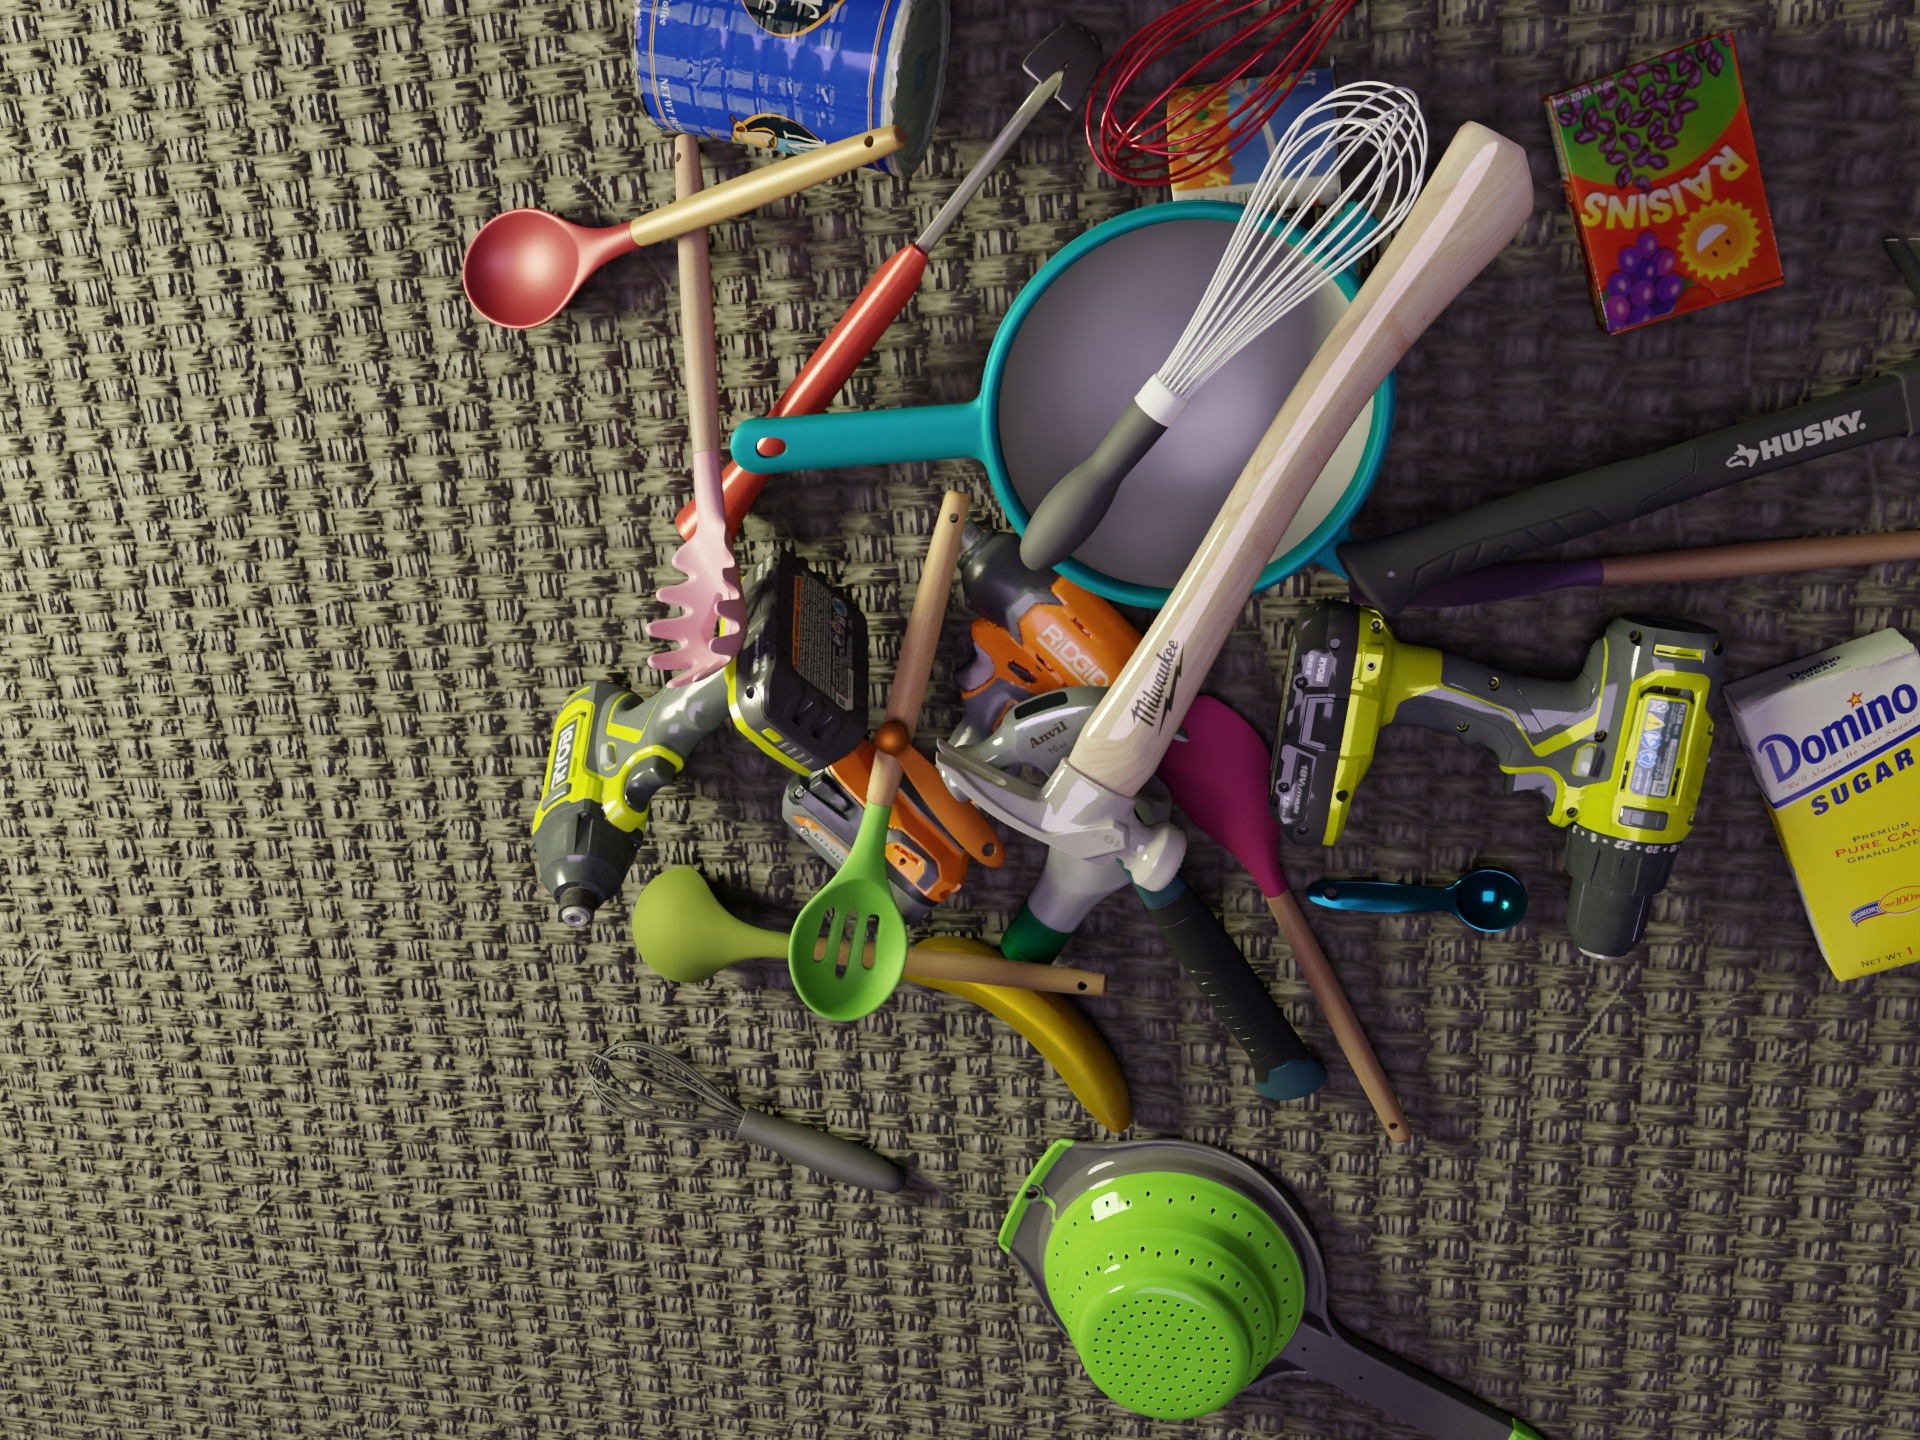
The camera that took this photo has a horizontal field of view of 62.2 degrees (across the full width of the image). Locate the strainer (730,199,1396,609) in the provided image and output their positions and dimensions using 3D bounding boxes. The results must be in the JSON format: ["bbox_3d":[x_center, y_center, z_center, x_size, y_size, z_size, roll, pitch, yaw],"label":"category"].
[{"bbox_3d":[0.052,-0.168,0.848,0.340,0.095,0.210,-4,116,3],"label":"strainer"}]

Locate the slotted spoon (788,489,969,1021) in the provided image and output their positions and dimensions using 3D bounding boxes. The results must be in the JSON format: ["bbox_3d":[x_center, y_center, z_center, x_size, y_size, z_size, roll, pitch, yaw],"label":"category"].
[{"bbox_3d":[-0.038,0.023,0.908,0.070,0.031,0.313,12,102,-11],"label":"slotted spoon"}]

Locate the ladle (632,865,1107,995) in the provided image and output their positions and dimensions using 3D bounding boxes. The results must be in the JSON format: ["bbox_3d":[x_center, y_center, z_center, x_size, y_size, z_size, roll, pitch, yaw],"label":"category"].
[{"bbox_3d":[-0.063,0.146,1.018,0.320,0.062,0.078,5,100,13],"label":"ladle"}]

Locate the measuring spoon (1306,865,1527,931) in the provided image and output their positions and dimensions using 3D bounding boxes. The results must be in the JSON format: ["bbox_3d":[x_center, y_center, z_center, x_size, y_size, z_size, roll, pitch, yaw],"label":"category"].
[{"bbox_3d":[0.275,0.103,0.960,0.128,0.021,0.042,0,113,23],"label":"measuring spoon"}]

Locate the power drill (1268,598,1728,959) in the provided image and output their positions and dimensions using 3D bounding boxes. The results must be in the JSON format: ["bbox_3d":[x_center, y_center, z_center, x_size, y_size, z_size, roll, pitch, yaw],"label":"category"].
[{"bbox_3d":[0.292,0.028,0.887,0.228,0.080,0.190,9,104,8],"label":"power drill"}]

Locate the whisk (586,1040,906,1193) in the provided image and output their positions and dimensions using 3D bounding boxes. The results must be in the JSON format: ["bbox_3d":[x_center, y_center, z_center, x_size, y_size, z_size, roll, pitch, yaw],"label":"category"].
[{"bbox_3d":[-0.149,0.278,1.104,0.239,0.055,0.055,21,113,0],"label":"whisk"}]

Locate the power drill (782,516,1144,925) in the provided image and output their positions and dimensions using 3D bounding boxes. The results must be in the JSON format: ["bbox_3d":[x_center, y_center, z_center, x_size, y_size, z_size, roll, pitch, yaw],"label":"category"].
[{"bbox_3d":[-0.002,-0.003,0.950,0.164,0.084,0.226,45,108,-5],"label":"power drill"}]

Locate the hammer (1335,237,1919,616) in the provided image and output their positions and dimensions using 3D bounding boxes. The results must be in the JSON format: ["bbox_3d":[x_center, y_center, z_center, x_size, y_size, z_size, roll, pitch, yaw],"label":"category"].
[{"bbox_3d":[0.356,-0.128,0.808,0.335,0.035,0.146,-18,105,6],"label":"hammer"}]

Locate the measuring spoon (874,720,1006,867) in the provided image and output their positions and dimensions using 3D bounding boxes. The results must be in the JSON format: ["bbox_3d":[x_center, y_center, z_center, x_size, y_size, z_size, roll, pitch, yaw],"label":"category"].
[{"bbox_3d":[-0.009,0.045,0.903,0.021,0.011,0.116,-42,114,-5],"label":"measuring spoon"}]

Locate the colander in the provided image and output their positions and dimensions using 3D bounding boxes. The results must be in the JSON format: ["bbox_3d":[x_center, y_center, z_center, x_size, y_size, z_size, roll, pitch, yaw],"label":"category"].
[{"bbox_3d":[0.210,0.424,1.046,0.397,0.094,0.204,27,113,3],"label":"colander"}]

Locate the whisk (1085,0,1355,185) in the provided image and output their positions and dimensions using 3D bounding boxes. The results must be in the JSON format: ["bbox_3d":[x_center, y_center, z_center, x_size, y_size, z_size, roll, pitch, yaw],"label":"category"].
[{"bbox_3d":[0.182,-0.352,0.752,0.296,0.073,0.073,-37,99,-1],"label":"whisk"}]

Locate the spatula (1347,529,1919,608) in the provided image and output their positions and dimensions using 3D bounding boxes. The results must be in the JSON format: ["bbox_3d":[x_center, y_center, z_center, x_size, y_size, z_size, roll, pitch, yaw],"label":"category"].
[{"bbox_3d":[0.370,-0.081,0.853,0.316,0.060,0.018,-4,116,9],"label":"spatula"}]

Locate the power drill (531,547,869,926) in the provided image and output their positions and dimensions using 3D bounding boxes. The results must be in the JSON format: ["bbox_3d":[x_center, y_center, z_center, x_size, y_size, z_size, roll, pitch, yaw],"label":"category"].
[{"bbox_3d":[-0.160,0.013,0.932,0.223,0.171,0.080,-32,129,26],"label":"power drill"}]

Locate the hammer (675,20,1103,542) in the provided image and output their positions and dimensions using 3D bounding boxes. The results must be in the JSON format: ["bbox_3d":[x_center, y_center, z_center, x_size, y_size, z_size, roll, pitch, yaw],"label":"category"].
[{"bbox_3d":[-0.050,-0.217,0.860,0.036,0.149,0.359,38,120,-11],"label":"hammer"}]

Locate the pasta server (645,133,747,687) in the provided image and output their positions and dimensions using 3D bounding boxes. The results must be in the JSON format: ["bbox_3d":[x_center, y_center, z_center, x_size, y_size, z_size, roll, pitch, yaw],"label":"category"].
[{"bbox_3d":[-0.147,-0.174,0.874,0.060,0.040,0.316,-11,80,41],"label":"pasta server"}]

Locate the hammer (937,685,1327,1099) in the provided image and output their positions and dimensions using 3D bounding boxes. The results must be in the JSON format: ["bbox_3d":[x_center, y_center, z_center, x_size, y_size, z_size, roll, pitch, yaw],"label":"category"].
[{"bbox_3d":[0.127,0.112,0.940,0.128,0.033,0.330,-30,116,12],"label":"hammer"}]

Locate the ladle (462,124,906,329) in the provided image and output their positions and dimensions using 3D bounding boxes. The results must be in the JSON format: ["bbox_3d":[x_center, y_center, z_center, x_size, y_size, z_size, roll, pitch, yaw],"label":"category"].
[{"bbox_3d":[-0.158,-0.274,0.866,0.315,0.031,0.069,-5,96,35],"label":"ladle"}]

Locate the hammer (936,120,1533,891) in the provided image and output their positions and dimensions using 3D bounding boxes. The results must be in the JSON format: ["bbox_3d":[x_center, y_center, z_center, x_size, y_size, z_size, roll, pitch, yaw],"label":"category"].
[{"bbox_3d":[0.141,-0.106,0.798,0.146,0.038,0.410,27,109,-10],"label":"hammer"}]

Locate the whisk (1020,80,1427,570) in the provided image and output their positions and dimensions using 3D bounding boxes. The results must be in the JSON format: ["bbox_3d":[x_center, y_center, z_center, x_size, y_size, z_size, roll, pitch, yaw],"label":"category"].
[{"bbox_3d":[0.118,-0.179,0.763,0.070,0.070,0.284,38,116,-3],"label":"whisk"}]

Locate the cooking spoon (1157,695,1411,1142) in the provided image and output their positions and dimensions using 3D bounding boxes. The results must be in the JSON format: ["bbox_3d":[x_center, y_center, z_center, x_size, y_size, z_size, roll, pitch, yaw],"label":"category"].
[{"bbox_3d":[0.206,0.127,0.977,0.069,0.017,0.318,-23,102,26],"label":"cooking spoon"}]
